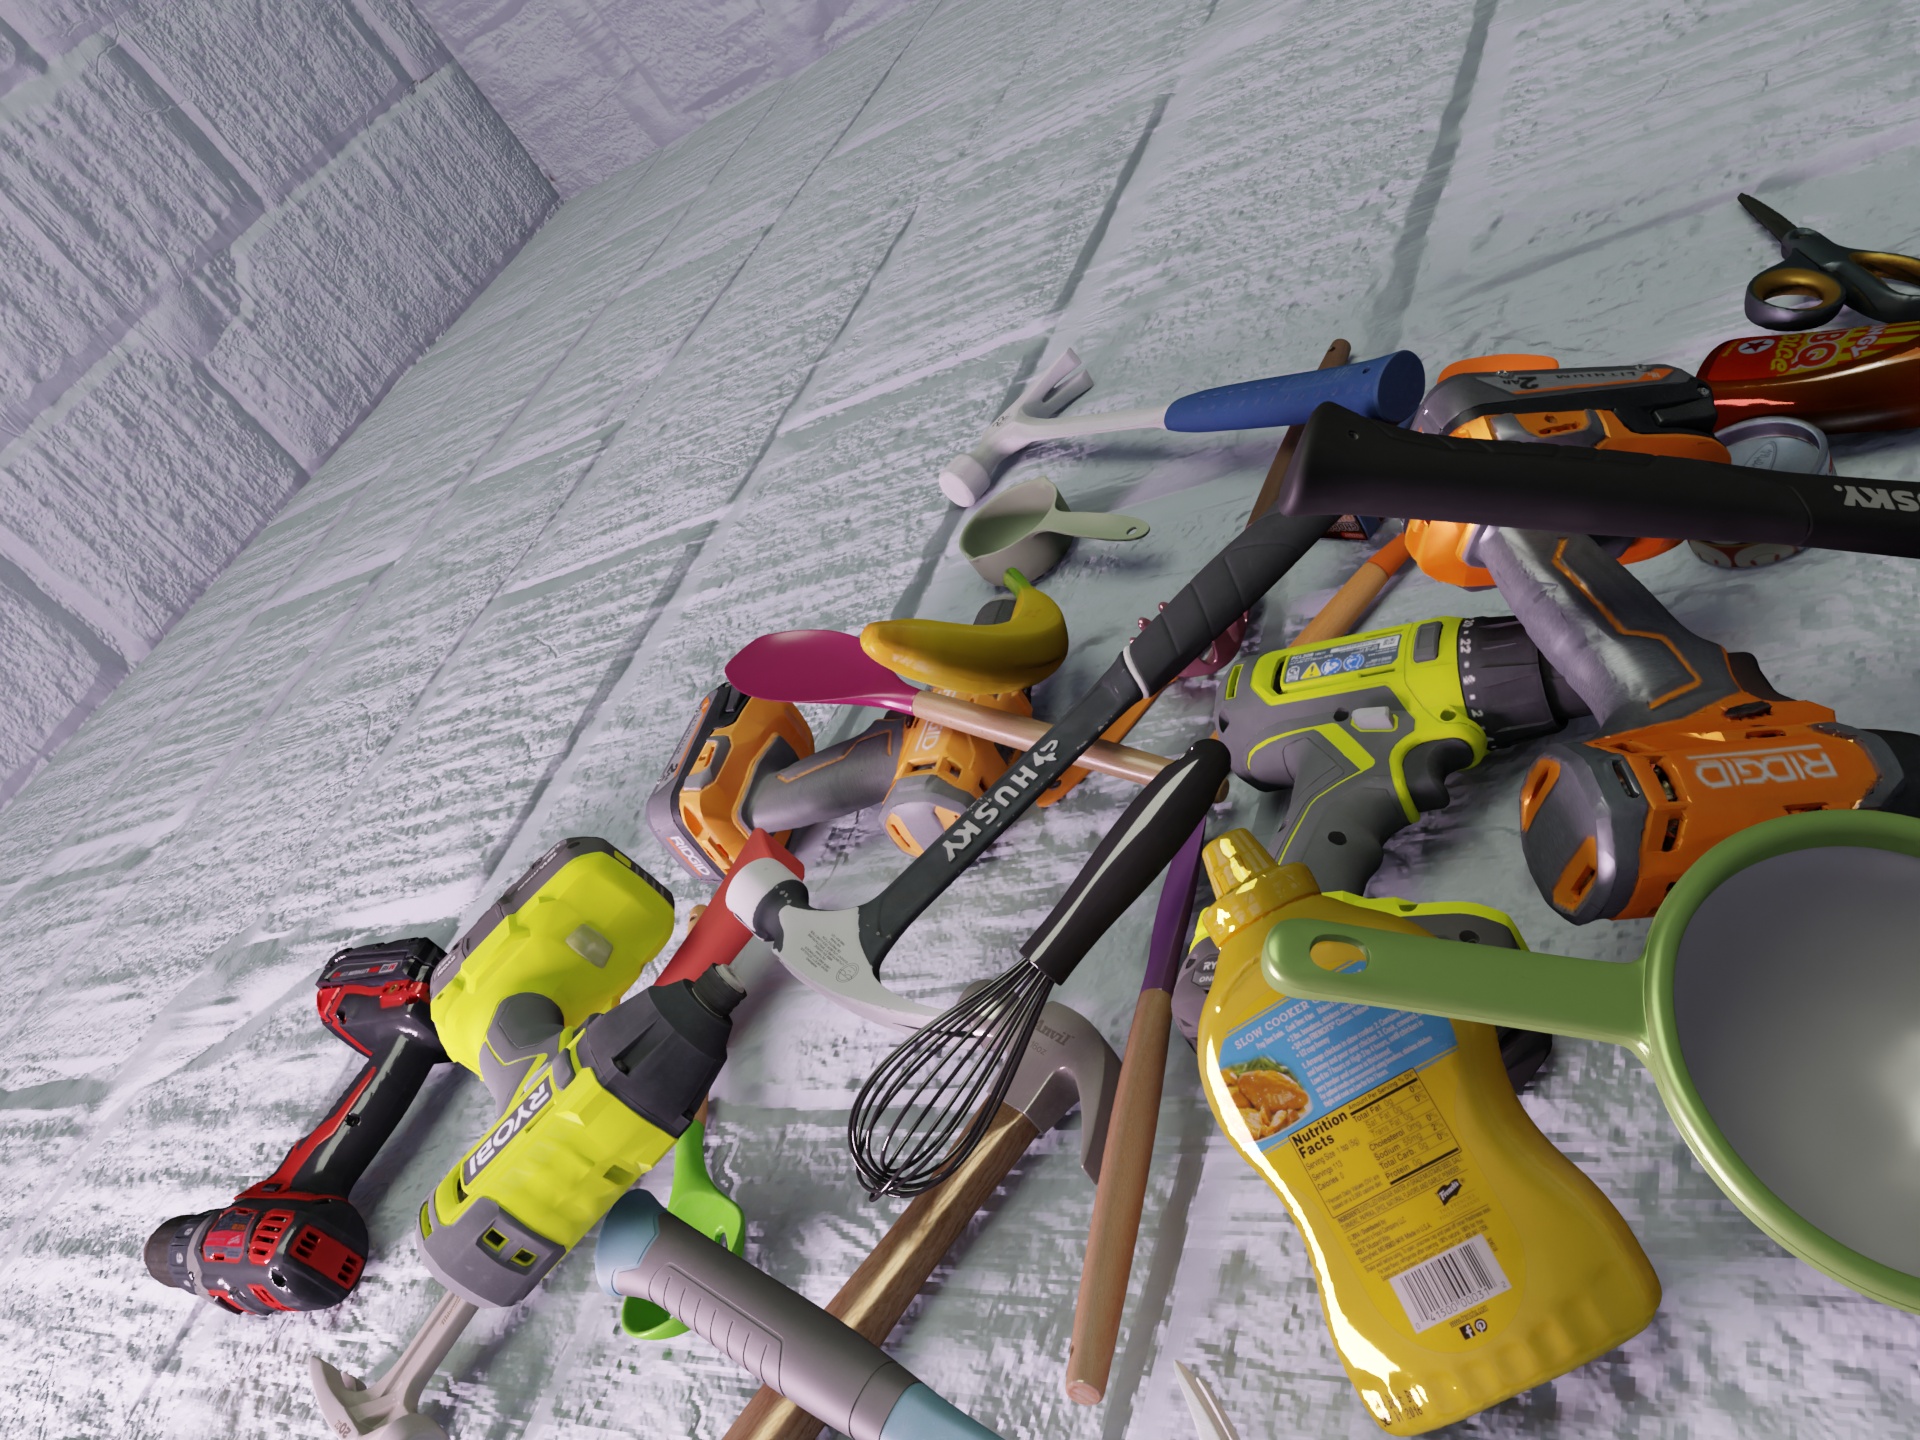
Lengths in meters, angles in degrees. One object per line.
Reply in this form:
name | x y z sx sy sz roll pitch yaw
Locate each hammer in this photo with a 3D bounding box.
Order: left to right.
hammer | -0.199 0.209 0.830 0.149 0.036 0.359 -1 50 56
hammer | -0.045 0.254 0.652 0.331 0.031 0.130 -50 32 -18
hammer | -0.031 0.252 0.584 0.331 0.033 0.128 13 62 42
hammer | 0.077 -0.009 0.783 0.409 0.036 0.149 -43 51 -15
hammer | 0.137 -0.203 1.032 0.144 0.035 0.406 -49 27 -18
hammer | 0.273 -0.071 0.550 0.334 0.035 0.146 4 54 -7

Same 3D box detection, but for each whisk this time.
whisk | 0.035 0.102 0.661 0.239 0.055 0.055 -51 32 -3

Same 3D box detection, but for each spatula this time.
spatula | 0.076 0.129 0.638 0.316 0.018 0.059 -67 -4 -53
spatula | 0.195 -0.066 0.819 0.322 0.041 0.081 -47 27 -13

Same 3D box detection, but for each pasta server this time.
pasta server | 0.178 -0.133 0.929 0.060 0.040 0.316 -7 41 40

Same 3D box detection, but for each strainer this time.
strainer | 0.217 0.099 0.475 0.256 0.069 0.152 8 57 8

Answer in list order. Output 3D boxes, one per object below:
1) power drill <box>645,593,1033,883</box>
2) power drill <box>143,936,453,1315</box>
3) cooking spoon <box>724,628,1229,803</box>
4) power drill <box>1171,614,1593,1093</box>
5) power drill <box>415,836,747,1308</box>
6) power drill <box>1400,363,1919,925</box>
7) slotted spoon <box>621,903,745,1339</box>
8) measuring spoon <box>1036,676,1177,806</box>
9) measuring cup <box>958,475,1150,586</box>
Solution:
power drill | -0.058 0.008 0.948 0.226 0.084 0.185 -10 41 31
power drill | -0.398 0.253 0.981 0.188 0.080 0.227 -13 42 36
cooking spoon | -0.001 -0.003 0.849 0.319 0.017 0.069 16 46 34
power drill | 0.186 0.042 0.651 0.190 0.080 0.229 -11 38 32
power drill | -0.182 0.147 0.757 0.171 0.080 0.223 -46 25 -1
power drill | 0.267 -0.032 0.592 0.164 0.084 0.227 -4 52 -7
slotted spoon | -0.139 0.195 0.833 0.070 0.031 0.314 -34 29 12
measuring spoon | 0.081 0.004 0.872 0.117 0.011 0.021 -45 31 -12
measuring cup | 0.068 -0.115 1.022 0.168 0.038 0.083 14 58 51
